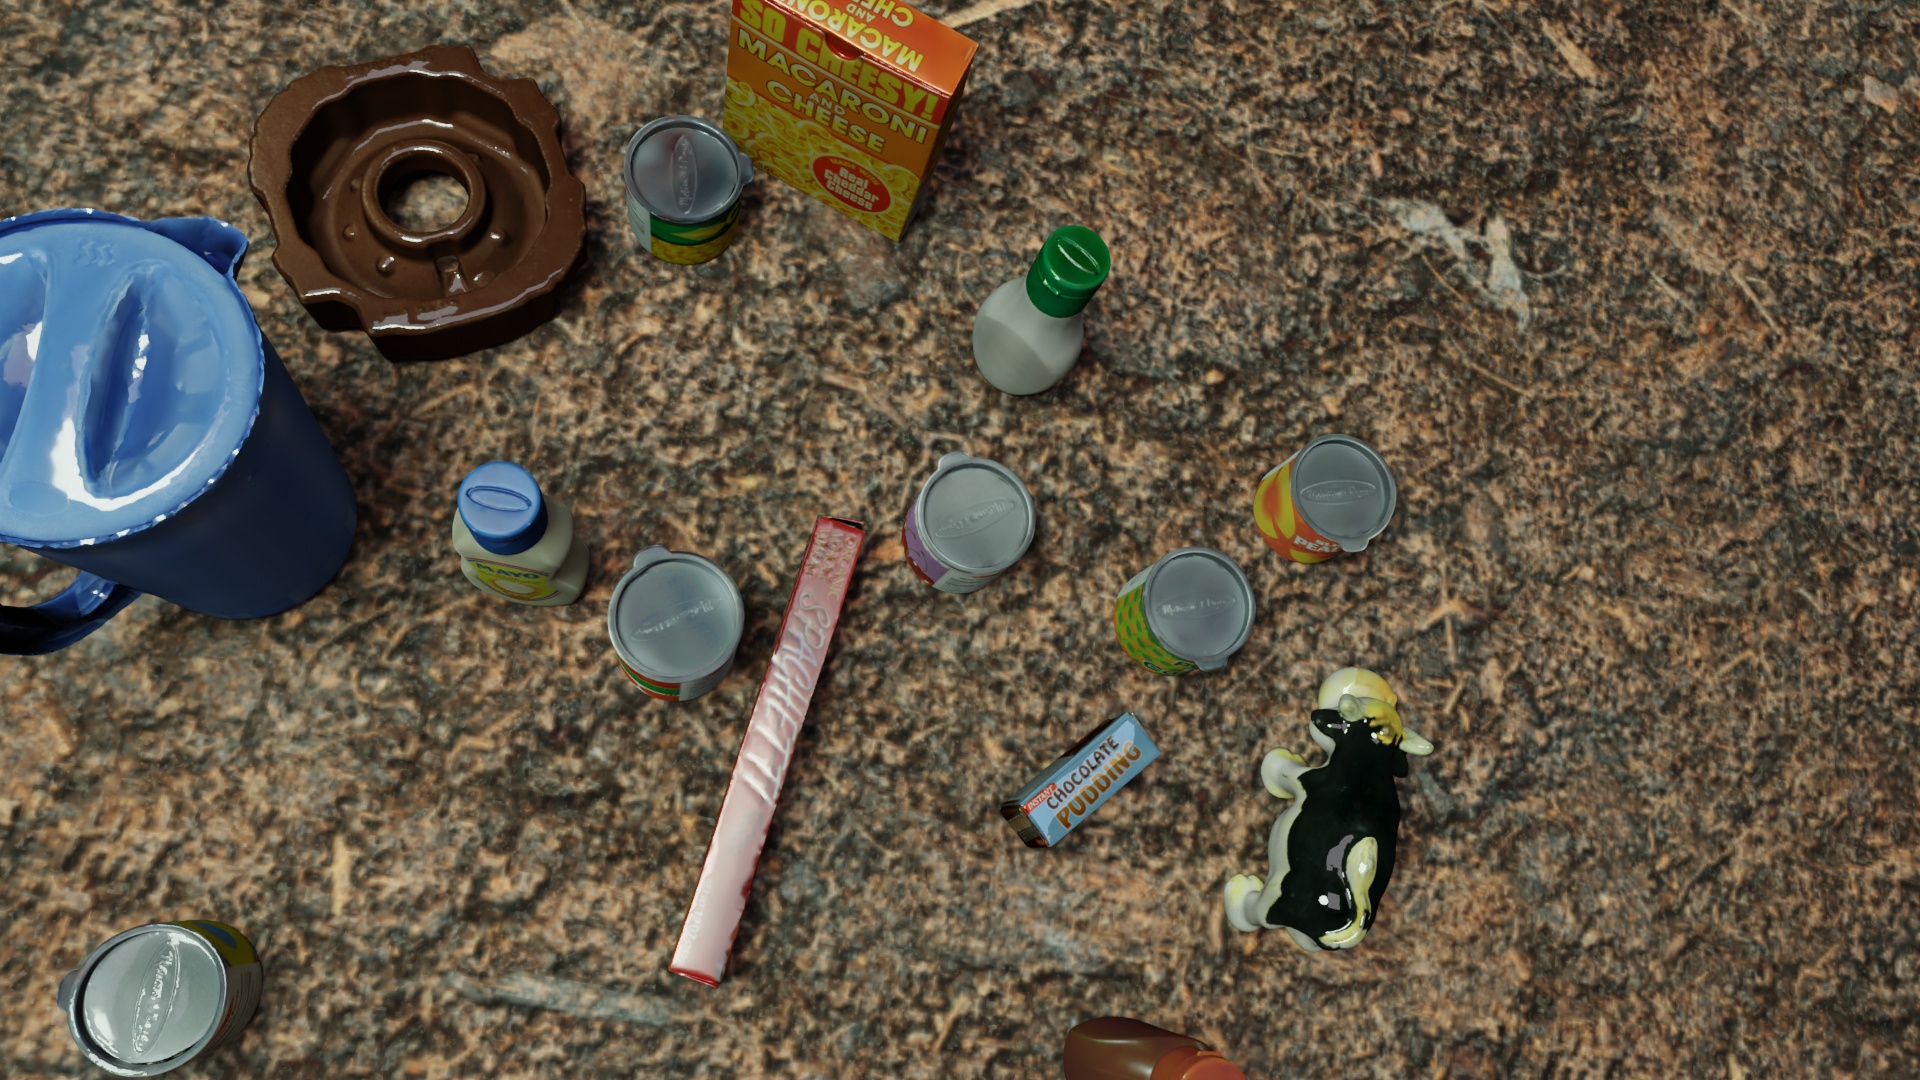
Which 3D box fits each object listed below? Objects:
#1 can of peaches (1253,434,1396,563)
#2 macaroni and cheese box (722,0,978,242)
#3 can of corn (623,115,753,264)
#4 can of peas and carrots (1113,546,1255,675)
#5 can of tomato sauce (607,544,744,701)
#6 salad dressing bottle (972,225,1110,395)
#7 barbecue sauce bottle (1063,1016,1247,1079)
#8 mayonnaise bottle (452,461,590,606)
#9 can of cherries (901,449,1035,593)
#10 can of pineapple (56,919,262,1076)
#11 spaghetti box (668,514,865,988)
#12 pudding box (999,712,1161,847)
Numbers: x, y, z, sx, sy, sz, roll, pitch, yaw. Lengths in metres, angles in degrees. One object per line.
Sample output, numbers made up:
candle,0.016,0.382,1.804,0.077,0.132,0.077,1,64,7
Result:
can of peaches,0.216,-0.021,0.830,0.071,0.058,0.071,3,76,-11
macaroni and cheese box,-0.067,-0.243,0.771,0.124,0.166,0.040,27,73,-4
can of corn,-0.156,-0.200,0.798,0.071,0.058,0.071,3,76,-11
can of peas and carrots,0.128,0.044,0.795,0.071,0.058,0.071,3,76,-11
can of tomato sauce,-0.149,0.045,0.724,0.071,0.083,0.071,3,76,-11
salad dressing bottle,0.046,-0.127,0.775,0.064,0.147,0.044,41,72,0
barbecue sauce bottle,0.099,0.264,0.685,0.065,0.148,0.044,8,75,-10
mayonnaise bottle,-0.220,-0.001,0.687,0.065,0.147,0.041,12,75,-9
can of cherries,0.003,-0.010,0.783,0.071,0.058,0.071,3,76,-11
can of pineapple,-0.371,0.211,0.649,0.071,0.057,0.071,3,76,-11
spaghetti box,-0.101,0.106,0.736,0.029,0.050,0.251,18,73,-7
pudding box,0.065,0.132,0.764,0.084,0.049,0.030,-37,86,-18
